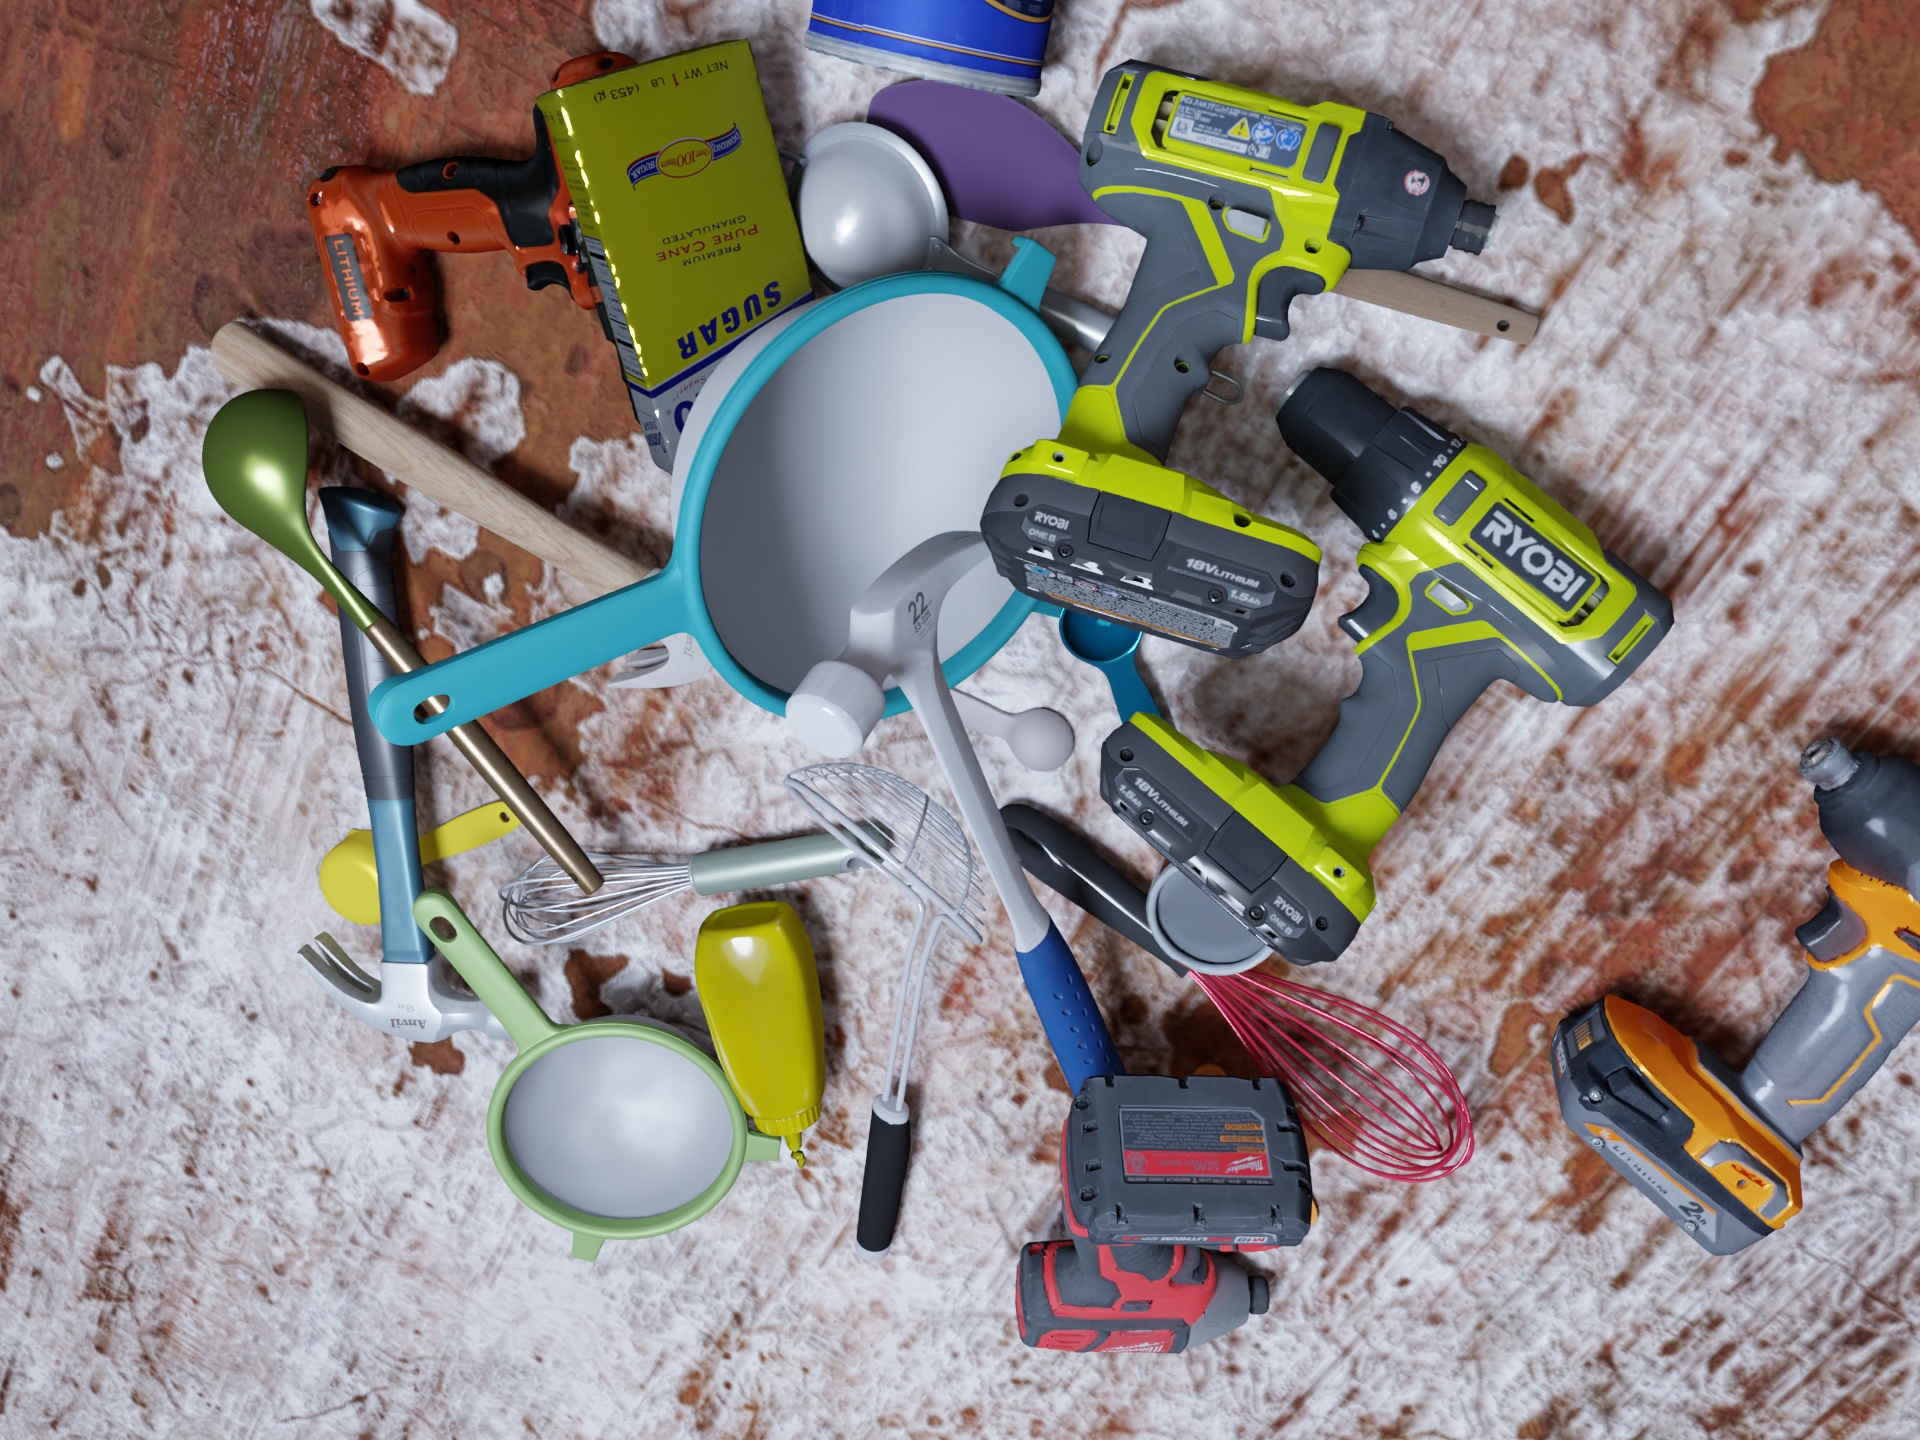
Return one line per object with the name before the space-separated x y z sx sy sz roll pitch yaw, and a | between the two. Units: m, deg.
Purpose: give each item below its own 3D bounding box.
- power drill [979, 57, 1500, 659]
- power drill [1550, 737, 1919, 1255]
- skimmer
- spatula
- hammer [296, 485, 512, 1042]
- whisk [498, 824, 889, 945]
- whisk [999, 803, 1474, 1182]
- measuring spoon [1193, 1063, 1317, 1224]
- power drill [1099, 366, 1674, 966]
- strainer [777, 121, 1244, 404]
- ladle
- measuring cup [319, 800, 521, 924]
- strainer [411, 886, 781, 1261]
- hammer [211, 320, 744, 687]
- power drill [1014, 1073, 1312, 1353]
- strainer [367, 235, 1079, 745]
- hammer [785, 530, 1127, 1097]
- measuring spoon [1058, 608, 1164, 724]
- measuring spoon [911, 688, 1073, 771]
power drill | 0.111 -0.147 0.650 0.171 0.080 0.223 18 82 8
power drill | 0.383 0.122 0.727 0.164 0.084 0.226 42 113 -1
skimmer | -0.053 0.179 0.862 0.127 0.090 0.363 33 129 34
spatula | 0.102 -0.223 0.711 0.316 0.018 0.059 21 122 10
hammer | -0.330 0.030 0.921 0.128 0.033 0.331 1 105 7
whisk | -0.155 0.088 0.903 0.246 0.059 0.057 -11 144 17
whisk | 0.138 0.135 0.822 0.296 0.073 0.073 36 117 8
measuring spoon | 0.164 0.234 0.879 0.021 0.011 0.117 -30 103 24
power drill | 0.166 -0.027 0.698 0.190 0.080 0.228 41 89 8
strainer | 0.013 -0.203 0.736 0.258 0.050 0.086 25 132 3
ladle | -0.290 -0.038 0.858 0.078 0.062 0.320 -24 108 44
measuring cup | -0.326 0.082 0.959 0.156 0.029 0.062 -22 103 25
strainer | -0.229 0.189 0.935 0.151 0.069 0.256 -31 108 10
hammer | -0.260 -0.121 0.843 0.331 0.031 0.130 30 139 10
power drill | 0.109 0.272 0.837 0.143 0.079 0.219 2 139 -4
strainer | -0.103 -0.084 0.701 0.095 0.340 0.210 41 148 43
hammer | 0.035 0.090 0.765 0.035 0.144 0.405 6 137 32
measuring spoon | 0.086 -0.014 0.803 0.042 0.021 0.128 -21 113 9
measuring spoon | -0.001 -0.003 0.830 0.124 0.018 0.034 20 116 10
